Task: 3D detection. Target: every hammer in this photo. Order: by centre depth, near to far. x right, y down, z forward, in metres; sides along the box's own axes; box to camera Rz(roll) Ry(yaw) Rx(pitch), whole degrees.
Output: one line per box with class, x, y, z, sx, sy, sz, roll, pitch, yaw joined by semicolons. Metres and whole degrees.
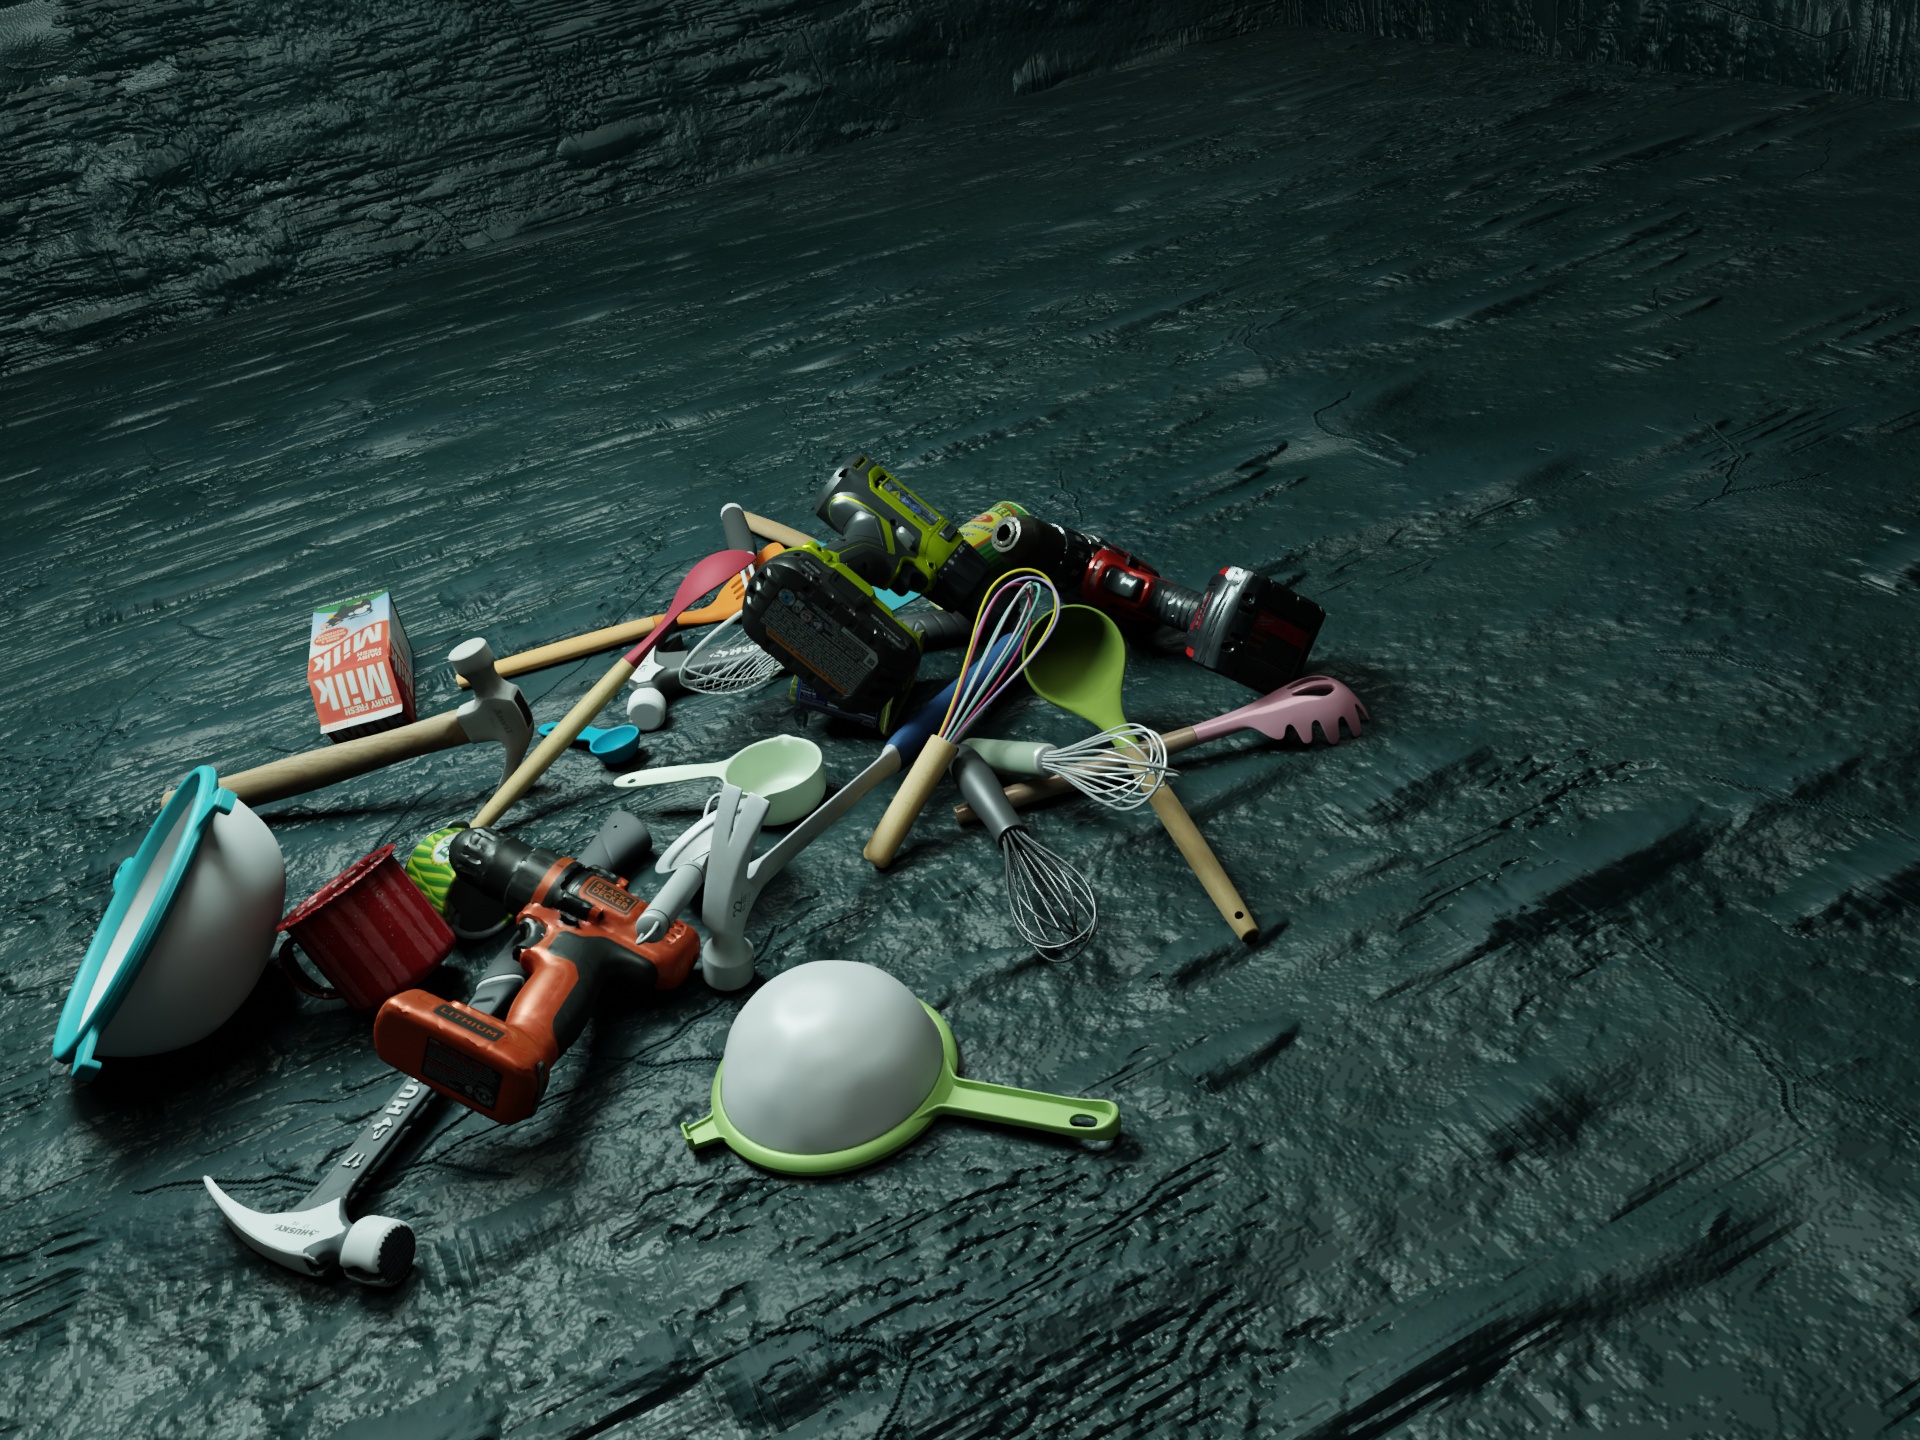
hammer;-0.317;0.189;1.044;0.149;0.036;0.409;2;34;21
hammer;-0.054;0.029;1.150;0.035;0.144;0.405;22;36;21
hammer;-0.498;0.035;1.287;0.331;0.130;0.031;-16;31;13
hammer;-0.121;-0.068;1.387;0.335;0.035;0.146;-10;33;2

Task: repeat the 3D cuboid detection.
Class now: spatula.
spatula;-0.310;-0.091;1.475;0.322;0.041;0.081;-17;33;-9
spatula;-0.156;-0.165;1.564;0.082;0.044;0.318;-28;31;-24

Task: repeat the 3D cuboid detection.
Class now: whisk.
whisk;0.034;0.082;1.083;0.055;0.055;0.239;-18;34;-11
whisk;0.067;0.029;1.114;0.059;0.058;0.246;13;-5;-30
whisk;-0.004;-0.005;1.145;0.051;0.047;0.245;16;72;56

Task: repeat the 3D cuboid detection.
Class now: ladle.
ladle;0.126;0.030;1.103;0.078;0.062;0.321;-28;44;0
ladle;-0.279;-0.025;1.259;0.315;0.031;0.069;-48;16;-7

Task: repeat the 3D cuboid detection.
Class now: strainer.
strainer;-0.033;0.193;0.916;0.256;0.069;0.151;4;35;25
strainer;-0.177;0.103;1.054;0.087;0.050;0.258;-30;9;10
strainer;-0.552;0.142;1.136;0.340;0.095;0.211;3;67;60

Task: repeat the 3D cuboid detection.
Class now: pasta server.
pasta server;0.148;0.026;1.170;0.316;0.040;0.060;-18;32;-4

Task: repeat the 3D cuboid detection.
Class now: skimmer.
skimmer;-0.200;-0.131;1.389;0.127;0.090;0.364;-39;32;10

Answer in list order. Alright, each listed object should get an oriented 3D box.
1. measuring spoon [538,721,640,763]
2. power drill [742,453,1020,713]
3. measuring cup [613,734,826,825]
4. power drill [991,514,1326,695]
measuring spoon;-0.312;0.019;1.333;0.129;0.021;0.042;7;36;42
power drill;-0.056;-0.102;1.249;0.190;0.080;0.229;39;34;-4
measuring cup;-0.183;0.052;1.216;0.167;0.038;0.083;-5;32;12
power drill;0.147;-0.099;1.240;0.227;0.080;0.187;26;5;43
